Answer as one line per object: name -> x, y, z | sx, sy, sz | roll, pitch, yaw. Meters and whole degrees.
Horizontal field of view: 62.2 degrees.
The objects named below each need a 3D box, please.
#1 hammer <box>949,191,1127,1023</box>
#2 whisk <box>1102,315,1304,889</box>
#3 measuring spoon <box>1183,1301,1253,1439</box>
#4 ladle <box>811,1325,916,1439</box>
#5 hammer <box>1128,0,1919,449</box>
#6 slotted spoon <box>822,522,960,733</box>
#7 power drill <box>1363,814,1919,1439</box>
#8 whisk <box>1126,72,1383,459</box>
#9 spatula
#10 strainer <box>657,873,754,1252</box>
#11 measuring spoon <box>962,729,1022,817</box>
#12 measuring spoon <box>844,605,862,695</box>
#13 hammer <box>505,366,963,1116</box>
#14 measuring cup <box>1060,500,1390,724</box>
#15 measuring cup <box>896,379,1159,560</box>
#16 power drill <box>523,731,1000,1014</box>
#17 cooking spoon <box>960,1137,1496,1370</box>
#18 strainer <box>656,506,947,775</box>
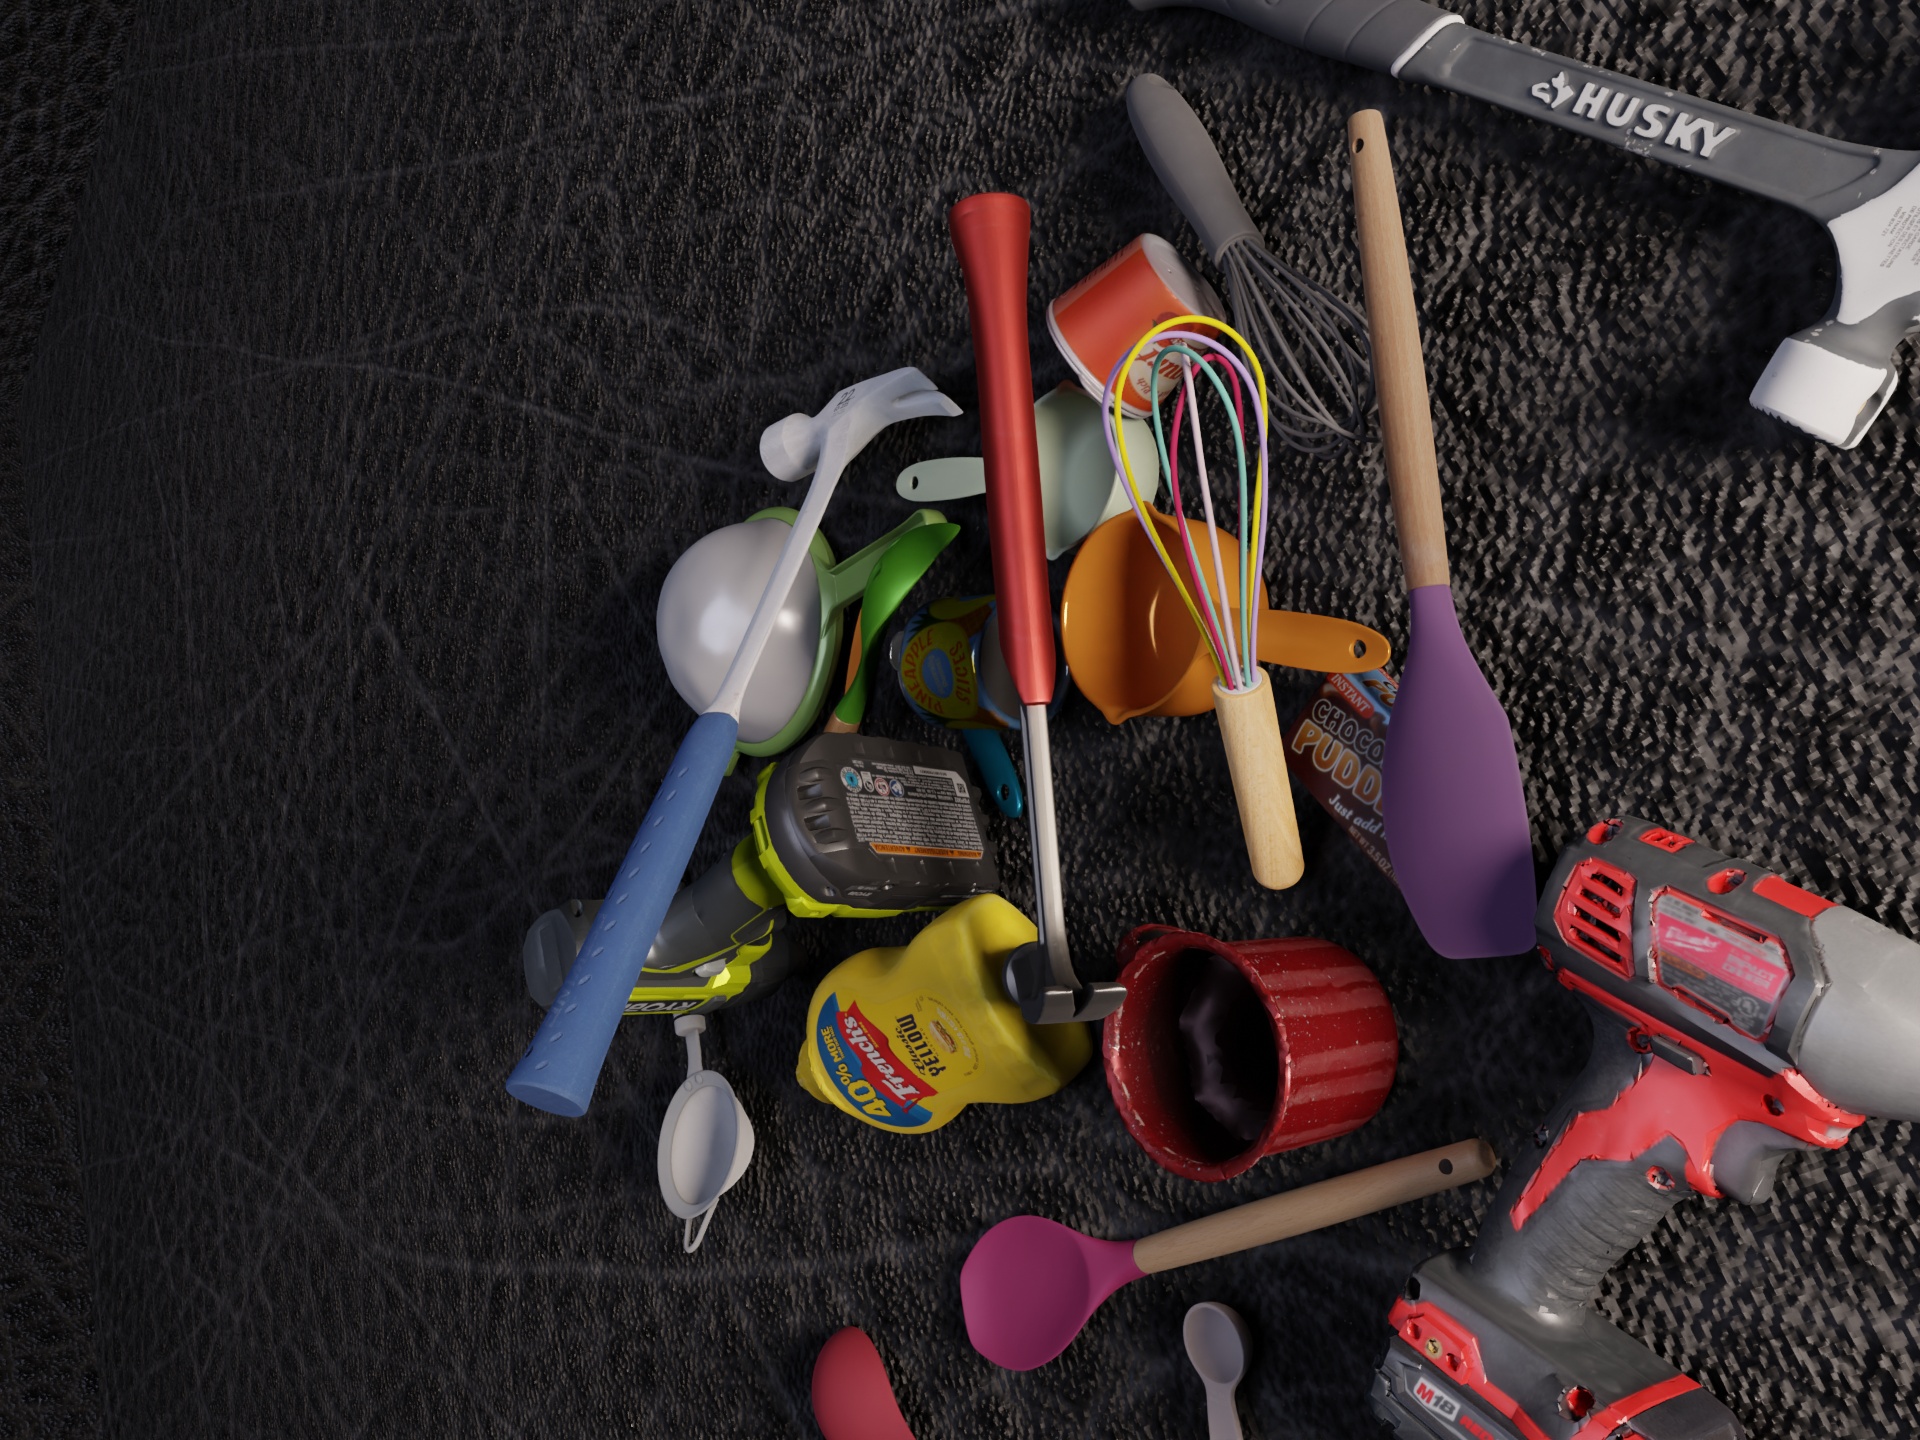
hammer -> 0.027, -0.055, 0.672 | 0.149, 0.036, 0.359 | 115, 151, -80
whisk -> 0.102, -0.033, 0.580 | 0.051, 0.047, 0.244 | 23, 142, 45
measuring spoon -> 0.118, 0.305, 0.669 | 0.034, 0.018, 0.124 | -10, 87, 52
ladle -> 0.016, 0.399, 0.771 | 0.316, 0.031, 0.069 | 24, 106, 46
hammer -> 0.191, -0.252, 0.595 | 0.409, 0.036, 0.149 | 45, 120, 41
slotted spoon -> -0.070, 0.017, 0.860 | 0.031, 0.070, 0.313 | 28, 126, 3
power drill -> 0.227, 0.154, 0.502 | 0.143, 0.078, 0.219 | 30, 107, 46
whisk -> 0.120, -0.199, 0.671 | 0.055, 0.055, 0.239 | -48, 50, 37
spatula -> 0.165, -0.072, 0.580 | 0.060, 0.018, 0.316 | -14, 78, 51
strainer -> -0.163, 0.195, 0.982 | 0.087, 0.050, 0.259 | -35, 57, 36
measuring spoon -> -0.001, -0.003, 0.814 | 0.042, 0.021, 0.129 | -51, 50, 35
measuring spoon -> -0.056, -0.013, 0.892 | 0.021, 0.011, 0.117 | 12, 93, 57
hammer -> -0.109, -0.010, 0.756 | 0.144, 0.035, 0.406 | -15, 46, 46
measuring cup -> 0.117, -0.038, 0.654 | 0.174, 0.052, 0.095 | 14, 99, 49
measuring cup -> 0.030, -0.117, 0.775 | 0.168, 0.038, 0.083 | 6, 93, 51
power drill -> -0.094, 0.092, 0.822 | 0.223, 0.171, 0.080 | -32, 63, 34
cooking spoon -> 0.098, 0.227, 0.689 | 0.319, 0.017, 0.069 | -36, 55, 43
strainer -> -0.106, -0.069, 0.898 | 0.256, 0.069, 0.151 | -24, 68, 49
